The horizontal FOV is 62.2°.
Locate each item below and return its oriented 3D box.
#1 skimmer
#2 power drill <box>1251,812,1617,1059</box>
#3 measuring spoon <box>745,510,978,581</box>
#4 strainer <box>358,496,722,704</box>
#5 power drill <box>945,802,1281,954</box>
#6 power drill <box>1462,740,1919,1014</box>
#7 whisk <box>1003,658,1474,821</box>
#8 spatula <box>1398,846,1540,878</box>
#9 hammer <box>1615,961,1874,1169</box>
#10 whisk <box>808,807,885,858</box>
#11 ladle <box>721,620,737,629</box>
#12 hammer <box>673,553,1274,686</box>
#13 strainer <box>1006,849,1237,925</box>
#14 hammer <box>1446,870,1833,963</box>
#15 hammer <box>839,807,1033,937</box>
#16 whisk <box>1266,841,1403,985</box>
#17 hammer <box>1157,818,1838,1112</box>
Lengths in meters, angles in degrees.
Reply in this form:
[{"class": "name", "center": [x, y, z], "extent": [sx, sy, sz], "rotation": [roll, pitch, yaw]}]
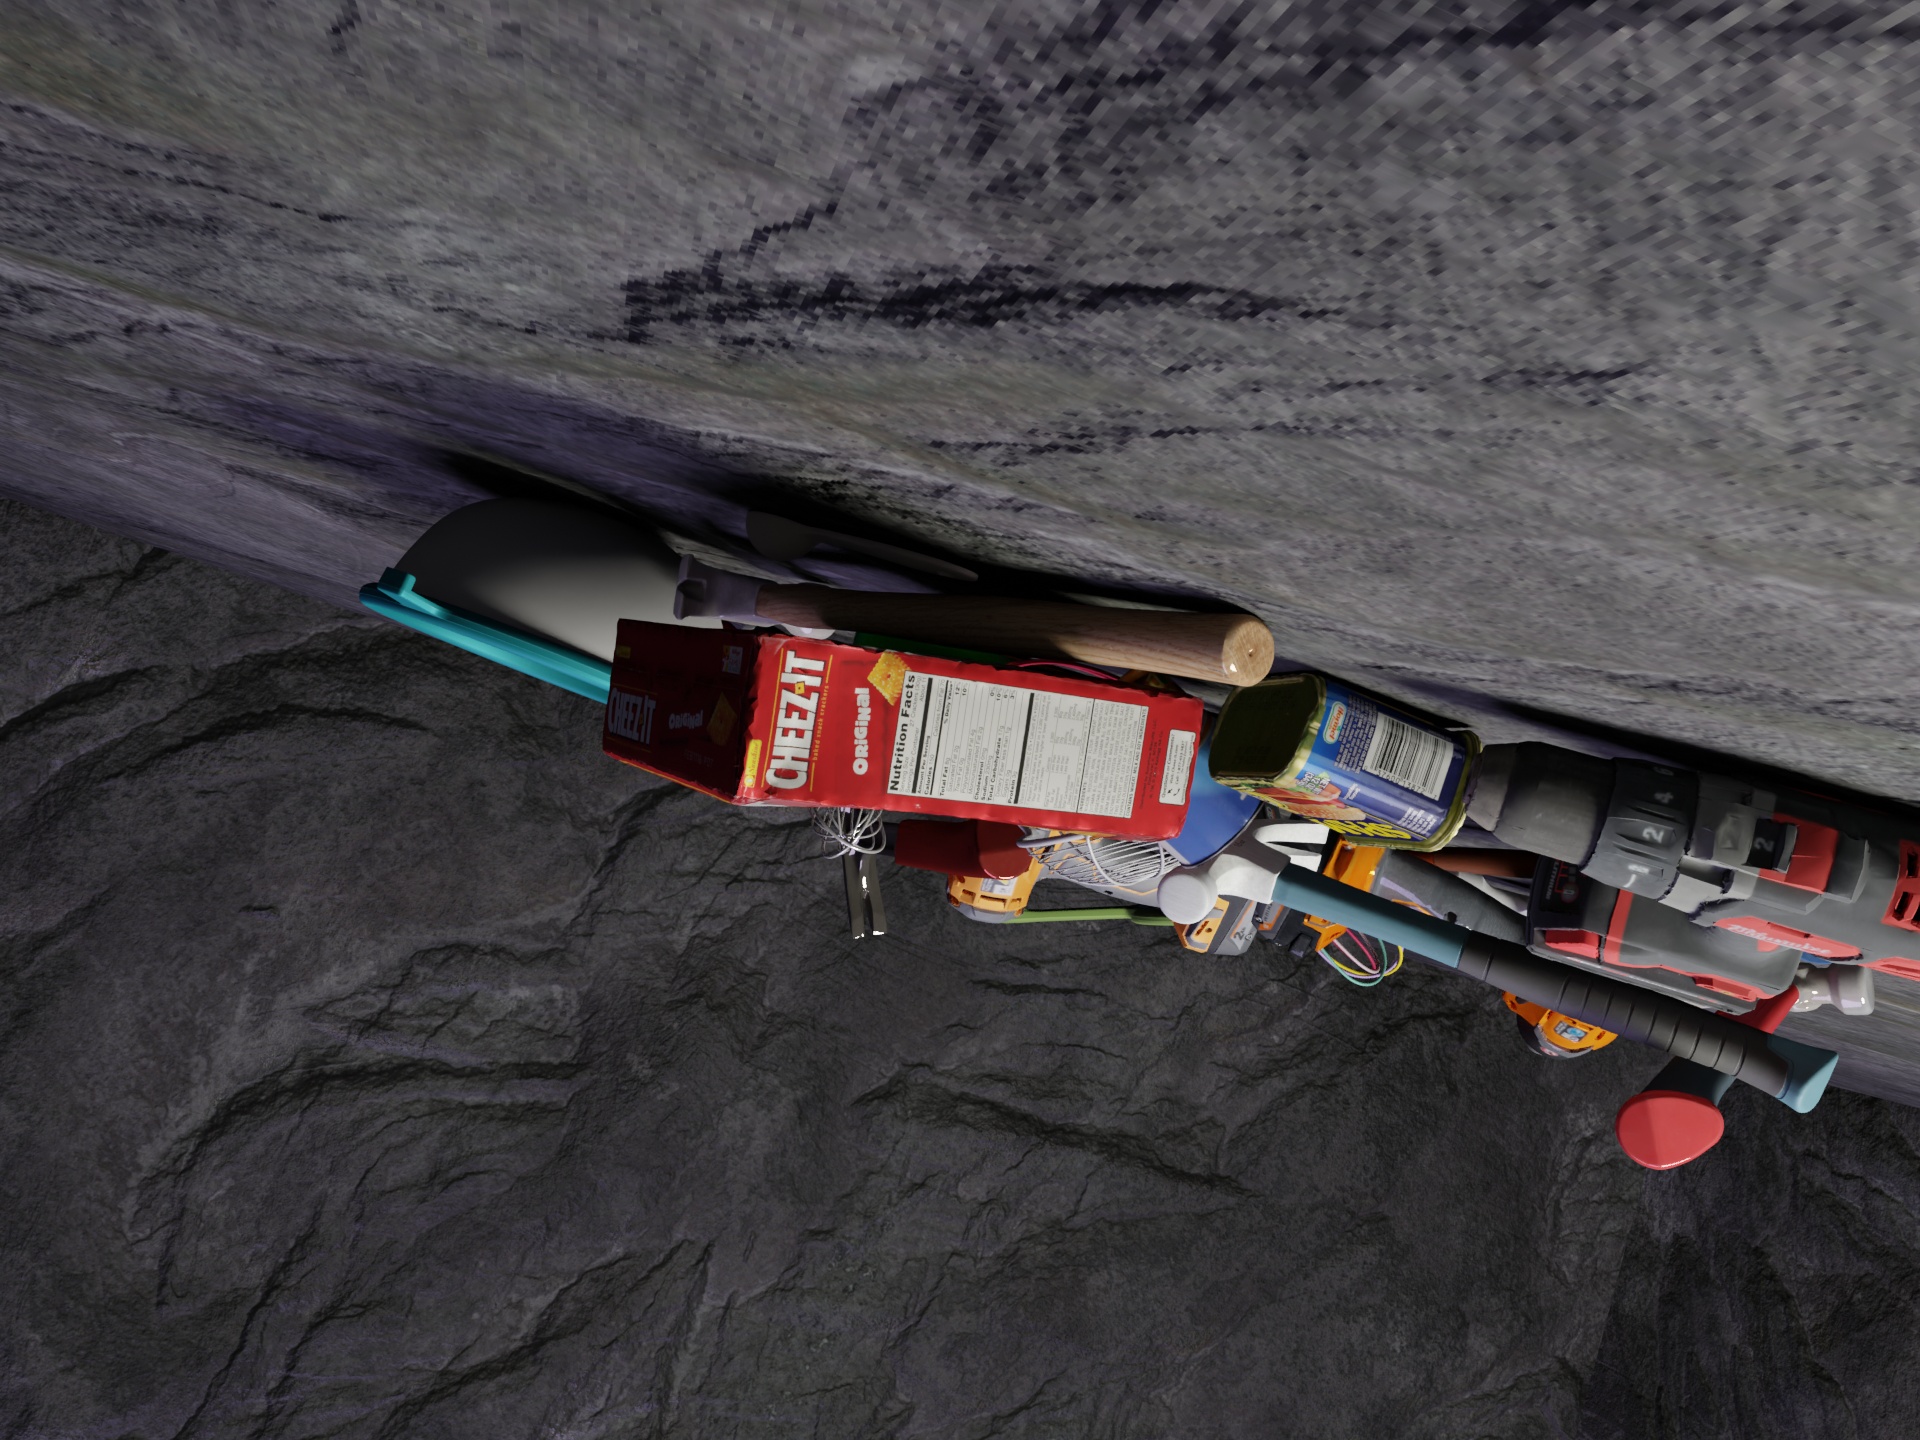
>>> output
[{"class": "skimmer", "center": [-0.002, -0.003, 0.990], "extent": [0.364, 0.090, 0.127], "rotation": [33, -152, 29]}, {"class": "power drill", "center": [0.300, 0.132, 0.975], "extent": [0.226, 0.084, 0.164], "rotation": [24, 151, 16]}, {"class": "measuring spoon", "center": [-0.047, -0.072, 0.709], "extent": [0.124, 0.018, 0.034], "rotation": [17, 175, 30]}, {"class": "strainer", "center": [-0.233, -0.070, 0.937], "extent": [0.211, 0.095, 0.340], "rotation": [23, 175, -20]}, {"class": "power drill", "center": [0.115, 0.078, 1.133], "extent": [0.226, 0.185, 0.084], "rotation": [10, -140, -7]}, {"class": "power drill", "center": [0.305, 0.065, 0.694], "extent": [0.188, 0.080, 0.226], "rotation": [16, 171, 13]}, {"class": "whisk", "center": [0.140, 0.019, 0.852], "extent": [0.296, 0.073, 0.073], "rotation": [11, 174, 3]}, {"class": "spatula", "center": [0.332, 0.094, 1.016], "extent": [0.041, 0.081, 0.323], "rotation": [39, 160, -24]}, {"class": "hammer", "center": [0.429, 0.189, 0.927], "extent": [0.143, 0.038, 0.386], "rotation": [-9, 178, 36]}, {"class": "whisk", "center": [-0.078, 0.028, 1.165], "extent": [0.059, 0.057, 0.247], "rotation": [31, -158, -16]}, {"class": "ladle", "center": [-0.089, -0.019, 1.090], "extent": [0.315, 0.069, 0.031], "rotation": [21, 135, 15]}, {"class": "hammer", "center": [-0.010, -0.046, 0.721], "extent": [0.331, 0.031, 0.130], "rotation": [9, -178, 42]}, {"class": "strainer", "center": [0.157, 0.128, 1.293], "extent": [0.256, 0.069, 0.151], "rotation": [-3, 178, 5]}, {"class": "hammer", "center": [0.461, 0.135, 1.068], "extent": [0.144, 0.035, 0.405], "rotation": [18, 174, -2]}, {"class": "hammer", "center": [-0.029, 0.099, 1.150], "extent": [0.036, 0.149, 0.359], "rotation": [-7, -179, -19]}, {"class": "whisk", "center": [0.202, 0.095, 1.066], "extent": [0.245, 0.051, 0.047], "rotation": [41, 159, -9]}, {"class": "hammer", "center": [0.275, 0.124, 0.825], "extent": [0.331, 0.033, 0.128], "rotation": [20, -157, 21]}]
